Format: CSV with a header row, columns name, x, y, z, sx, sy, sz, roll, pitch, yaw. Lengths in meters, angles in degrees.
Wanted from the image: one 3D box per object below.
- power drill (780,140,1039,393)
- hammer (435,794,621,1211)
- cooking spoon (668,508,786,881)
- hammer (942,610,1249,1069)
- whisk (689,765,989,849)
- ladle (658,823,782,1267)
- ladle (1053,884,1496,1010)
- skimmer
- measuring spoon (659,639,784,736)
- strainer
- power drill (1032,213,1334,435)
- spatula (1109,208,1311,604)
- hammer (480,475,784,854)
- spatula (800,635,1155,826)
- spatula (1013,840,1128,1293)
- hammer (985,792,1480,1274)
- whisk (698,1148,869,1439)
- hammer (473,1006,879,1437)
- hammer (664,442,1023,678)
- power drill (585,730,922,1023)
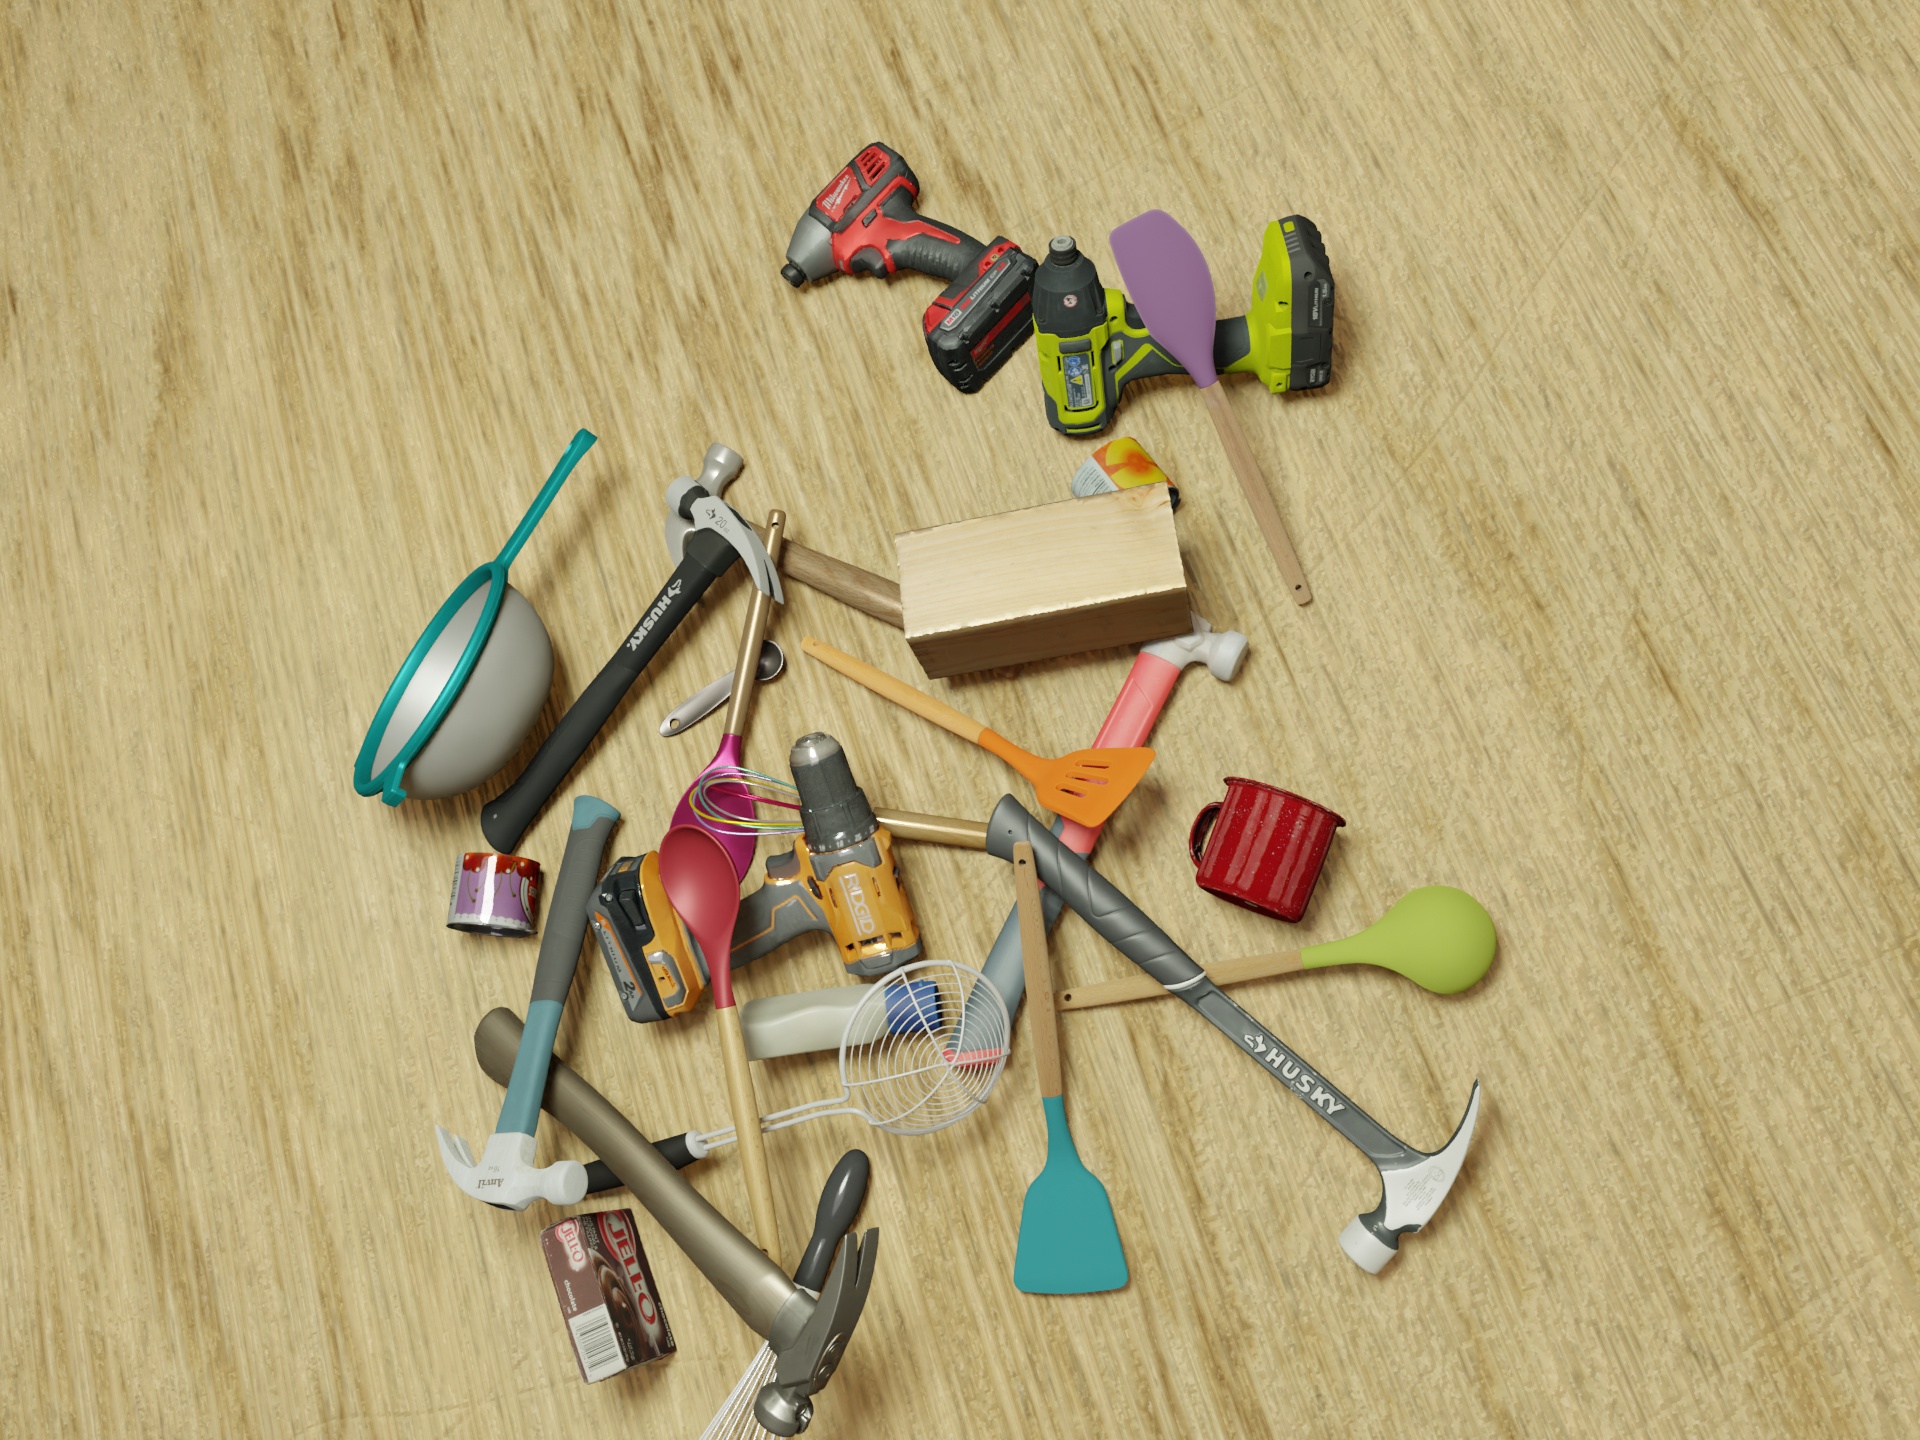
name,x,y,z,sx,sy,sz,roll,pitch,yaw
power drill,-0.045,-0.381,1.341,0.220,0.078,0.143,41,86,21
hammer,-0.307,0.202,1.198,0.128,0.033,0.331,-11,53,23
cooking spoon,-0.176,-0.013,1.271,0.069,0.017,0.319,11,86,-1
hammer,0.072,0.080,1.205,0.143,0.038,0.386,25,81,18
whisk,-0.089,0.071,1.229,0.245,0.047,0.051,8,98,3
ladle,-0.159,0.227,1.114,0.069,0.031,0.315,-15,83,33
ladle,0.223,0.179,1.151,0.320,0.062,0.078,-13,68,15
skimmer,-0.135,0.276,1.165,0.363,0.090,0.127,-22,113,24
measuring spoon,-0.195,-0.023,1.304,0.124,0.018,0.034,-34,72,8
strainer,-0.358,-0.070,1.282,0.095,0.211,0.340,34,81,-27
power drill,0.169,-0.311,1.228,0.223,0.171,0.080,-8,52,5
spatula,0.198,-0.228,1.188,0.060,0.018,0.315,-23,105,12
hammer,-0.275,-0.030,1.280,0.146,0.035,0.335,40,95,32
spatula,-0.002,-0.004,1.215,0.323,0.041,0.081,27,60,28
spatula,0.062,0.244,1.131,0.082,0.044,0.317,-7,93,13
hammer,0.177,0.192,1.119,0.409,0.036,0.149,40,99,14
whisk,-0.126,0.444,1.137,0.070,0.070,0.285,18,74,16
hammer,-0.221,0.312,1.128,0.411,0.038,0.146,30,102,36
hammer,-0.097,-0.112,1.297,0.331,0.031,0.130,25,80,17
power drill,-0.159,0.119,1.186,0.226,0.084,0.185,-16,105,7
